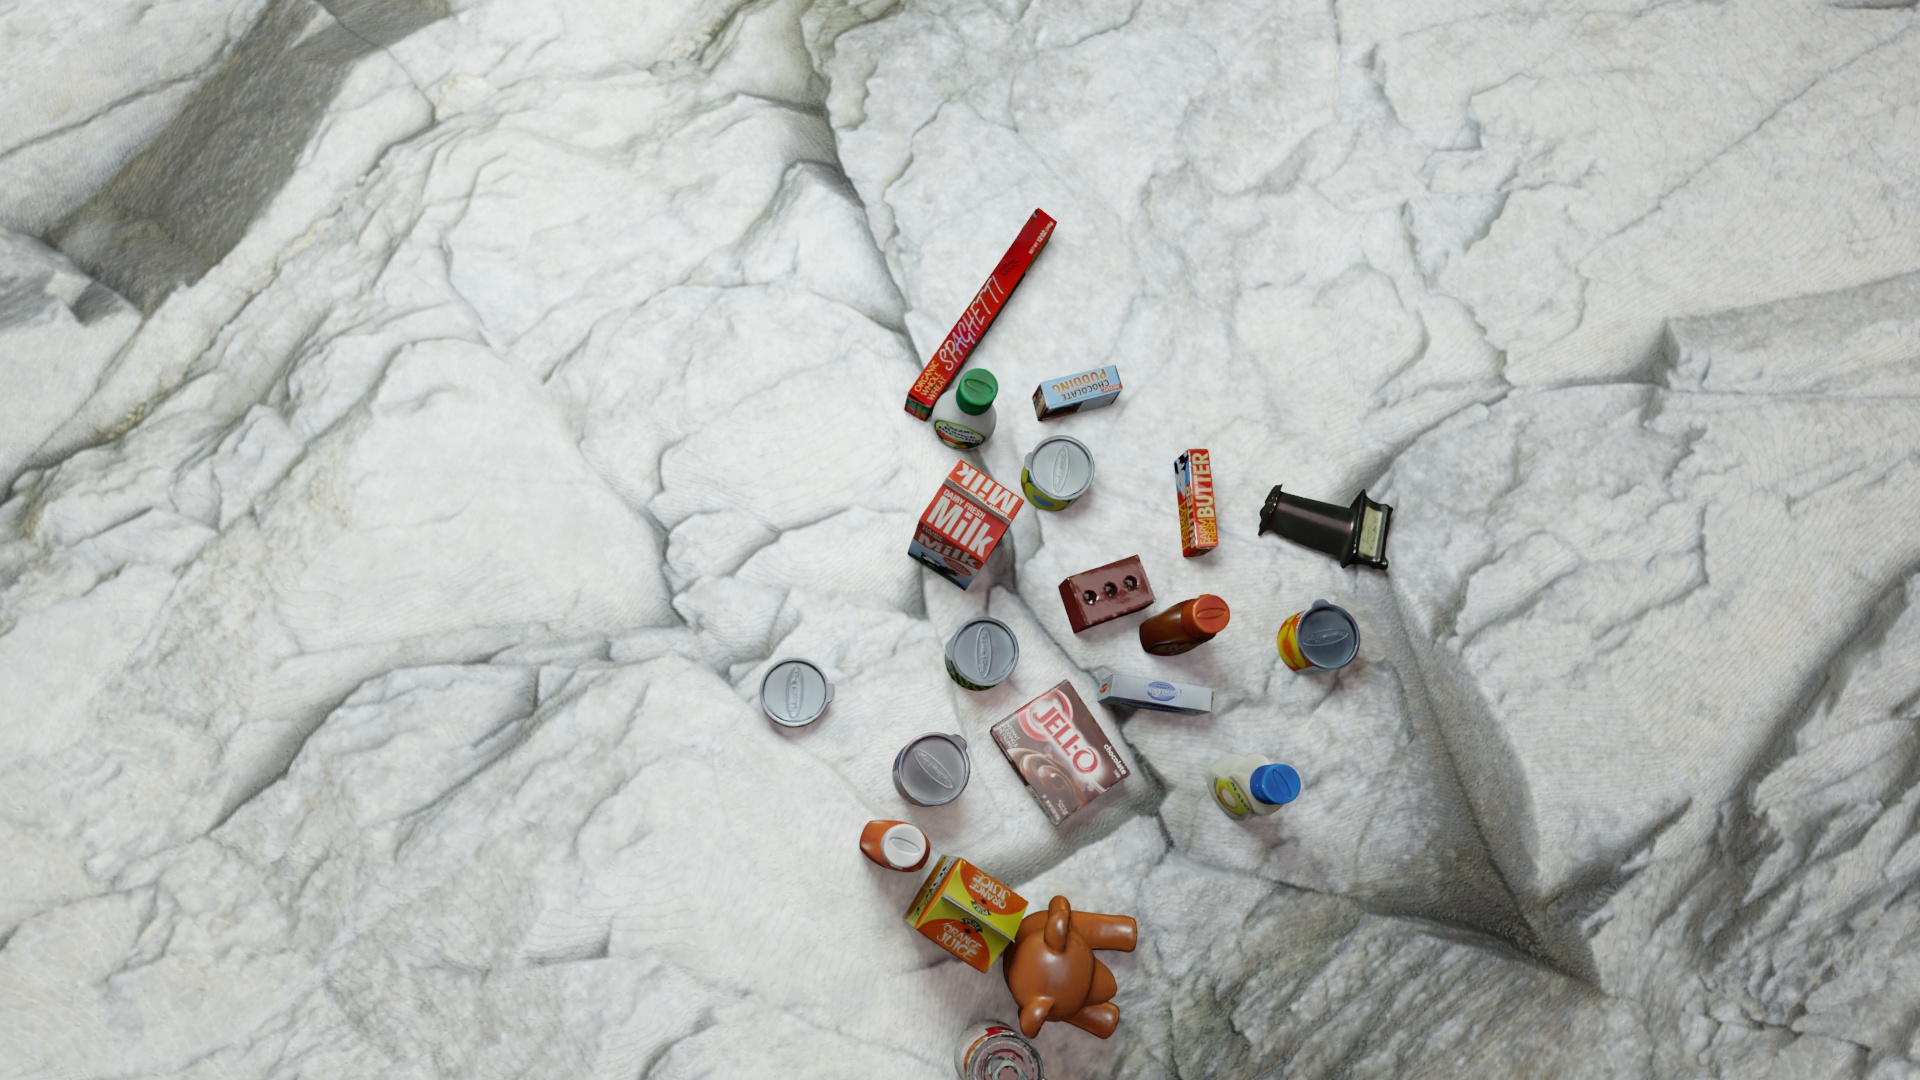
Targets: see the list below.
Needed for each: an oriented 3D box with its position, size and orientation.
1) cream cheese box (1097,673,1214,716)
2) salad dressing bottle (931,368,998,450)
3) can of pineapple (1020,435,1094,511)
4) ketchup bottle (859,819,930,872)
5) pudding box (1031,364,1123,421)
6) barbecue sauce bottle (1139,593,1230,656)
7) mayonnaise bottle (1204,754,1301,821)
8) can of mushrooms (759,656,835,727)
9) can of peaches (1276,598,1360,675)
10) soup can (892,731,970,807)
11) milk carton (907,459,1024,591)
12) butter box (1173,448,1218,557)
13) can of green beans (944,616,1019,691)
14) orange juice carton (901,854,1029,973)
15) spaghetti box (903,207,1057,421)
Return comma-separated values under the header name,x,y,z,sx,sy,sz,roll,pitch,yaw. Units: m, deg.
name,x,y,z,sx,sy,sz,roll,pitch,yaw
cream cheese box,0.190,0.151,1.358,0.104,0.053,0.024,9,77,-5
salad dressing bottle,0.008,-0.128,1.348,0.064,0.147,0.044,21,76,-3
can of pineapple,0.095,-0.067,1.392,0.071,0.057,0.071,2,78,-7
ketchup bottle,-0.056,0.275,1.250,0.065,0.148,0.043,21,76,-2
pudding box,0.119,-0.150,1.418,0.084,0.049,0.030,-15,80,-10
barbecue sauce bottle,0.218,0.080,1.329,0.065,0.148,0.044,-7,79,-9
mayonnaise bottle,0.276,0.230,1.303,0.041,0.147,0.065,-30,83,-12
can of mushrooms,-0.156,0.145,1.325,0.071,0.033,0.071,2,78,-7
can of peaches,0.357,0.098,1.390,0.071,0.058,0.071,2,78,-7
soup can,-0.027,0.214,1.301,0.071,0.083,0.071,2,78,-7
milk carton,0.005,-0.016,1.301,0.072,0.190,0.073,33,76,1
butter box,0.238,-0.037,1.407,0.024,0.053,0.103,-2,78,-8
can of green beans,0.020,0.110,1.343,0.071,0.057,0.071,2,78,-7
orange juice carton,0.004,0.328,1.224,0.072,0.192,0.073,34,76,1
spaghetti box,0.020,-0.231,1.423,0.029,0.050,0.251,33,76,1
